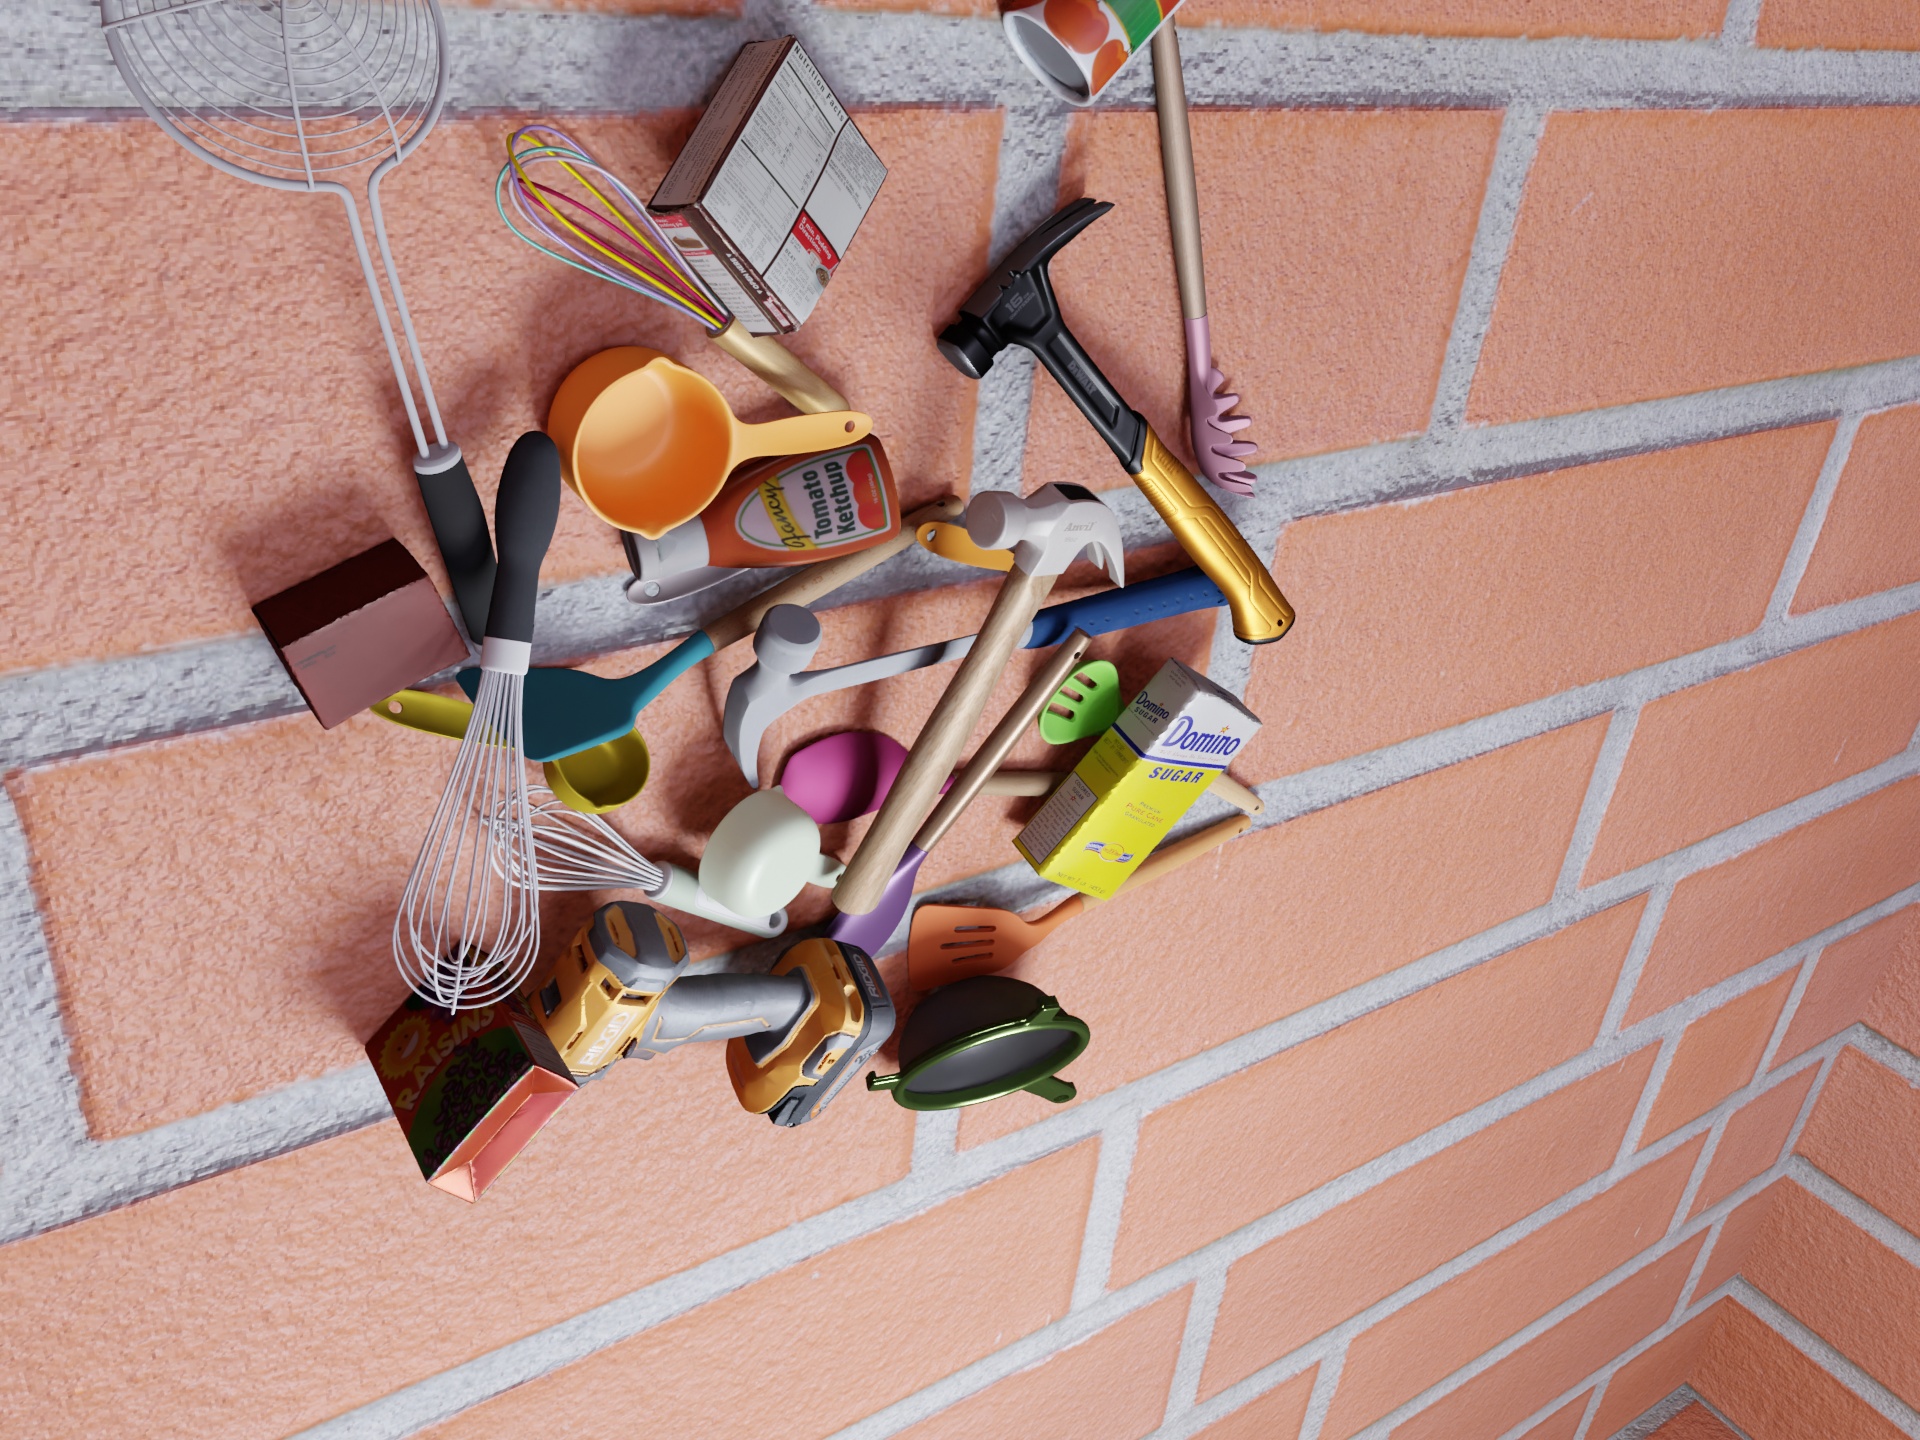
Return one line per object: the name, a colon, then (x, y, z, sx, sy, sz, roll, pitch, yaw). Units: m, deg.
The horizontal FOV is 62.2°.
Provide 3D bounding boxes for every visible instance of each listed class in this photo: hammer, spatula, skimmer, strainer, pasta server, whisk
hammer: (0.126, -0.165, 1.000, 0.127, 0.034, 0.336, -48, 126, -3)
spatula: (-0.010, 0.064, 1.057, 0.059, 0.018, 0.316, 16, 118, -45)
skimmer: (-0.264, -0.182, 0.719, 0.127, 0.090, 0.363, -31, 143, -25)
strainer: (0.034, 0.244, 1.210, 0.151, 0.069, 0.256, -26, 152, 12)
hammer: (0.028, -0.051, 1.011, 0.405, 0.035, 0.144, -16, 153, -37)
pasta server: (0.150, -0.277, 0.982, 0.060, 0.040, 0.315, -72, 155, -48)
spatula: (0.102, 0.126, 1.219, 0.322, 0.041, 0.081, -21, 130, -33)
whisk: (-0.135, -0.209, 0.796, 0.051, 0.047, 0.244, -55, 139, 2)
whisk: (-0.186, 0.093, 0.950, 0.246, 0.059, 0.058, 30, 69, -50)
hammer: (-0.002, -0.003, 0.957, 0.130, 0.031, 0.331, -10, 139, -44)
whisk: (-0.225, 0.000, 0.770, 0.070, 0.070, 0.284, 9, 88, -42)
spatula: (-0.122, -0.063, 0.896, 0.317, 0.082, 0.044, -32, 145, -26)

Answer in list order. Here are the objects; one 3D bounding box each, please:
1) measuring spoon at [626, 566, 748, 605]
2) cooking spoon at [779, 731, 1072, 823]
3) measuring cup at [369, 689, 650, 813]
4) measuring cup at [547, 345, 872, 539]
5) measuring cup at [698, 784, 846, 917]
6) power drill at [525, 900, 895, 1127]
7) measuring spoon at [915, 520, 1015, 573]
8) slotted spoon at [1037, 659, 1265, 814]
measuring spoon: (-0.131, -0.090, 0.896, 0.124, 0.018, 0.034, -23, 97, -18)
cooking spoon: (0.012, 0.043, 1.093, 0.318, 0.017, 0.068, 2, 117, -39)
measuring cup: (-0.245, 0.012, 0.860, 0.156, 0.062, 0.029, 17, 151, -30)
measuring cup: (-0.130, -0.153, 0.829, 0.173, 0.052, 0.095, -14, 125, -34)
measuring cup: (-0.099, 0.094, 0.994, 0.083, 0.038, 0.167, -58, 152, 0)
power drill: (-0.176, 0.203, 0.996, 0.226, 0.084, 0.185, 17, 122, -43)
measuring spoon: (0.007, -0.107, 0.984, 0.116, 0.011, 0.021, 11, 106, -53)
slotted spoon: (0.150, 0.023, 1.186, 0.313, 0.031, 0.070, 28, 102, -47)
